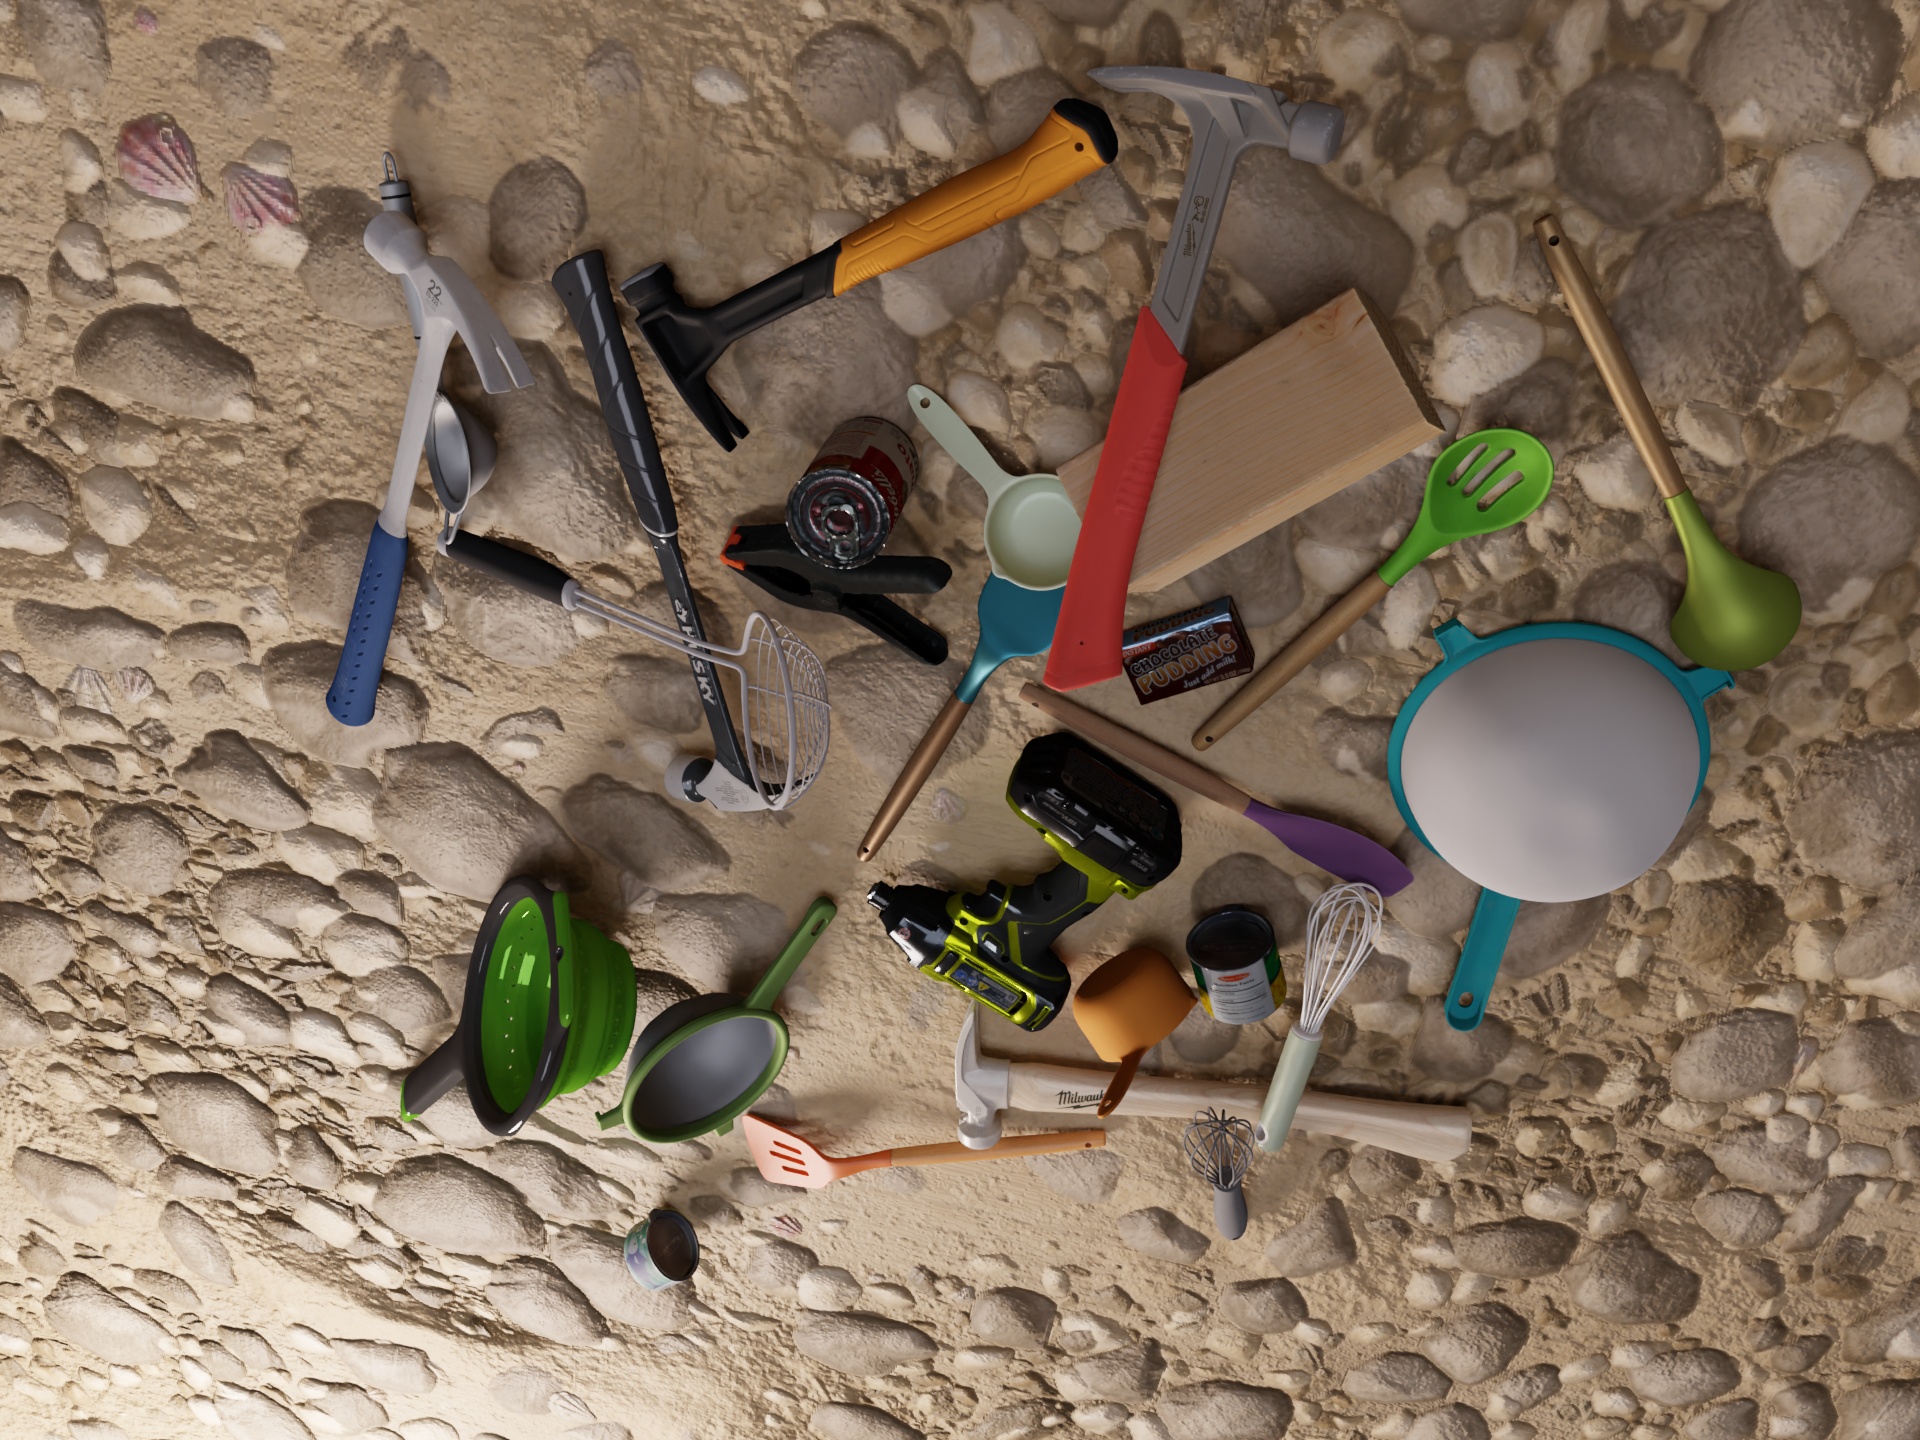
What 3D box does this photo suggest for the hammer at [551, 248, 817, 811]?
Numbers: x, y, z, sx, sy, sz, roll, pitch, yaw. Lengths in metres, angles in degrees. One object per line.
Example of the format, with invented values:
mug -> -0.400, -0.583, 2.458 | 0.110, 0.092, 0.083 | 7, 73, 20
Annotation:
hammer -> -0.201, -0.117, 1.099 | 0.149, 0.036, 0.408 | 8, 121, 41

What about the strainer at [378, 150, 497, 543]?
strainer -> -0.353, -0.248, 1.073 | 0.087, 0.050, 0.258 | 23, 127, 49

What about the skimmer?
skimmer -> -0.233, -0.054, 1.065 | 0.363, 0.090, 0.127 | 23, 126, 22

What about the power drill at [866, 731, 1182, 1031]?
power drill -> 0.045, 0.121, 1.188 | 0.171, 0.080, 0.223 | 33, 123, -8

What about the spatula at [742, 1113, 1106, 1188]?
spatula -> -0.034, 0.369, 1.377 | 0.322, 0.041, 0.081 | -8, 118, 11

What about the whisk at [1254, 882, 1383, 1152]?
whisk -> 0.265, 0.228, 1.203 | 0.059, 0.058, 0.246 | 2, 116, -21

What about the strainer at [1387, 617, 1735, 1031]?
strainer -> 0.390, 0.102, 1.095 | 0.211, 0.095, 0.340 | 10, 120, 5

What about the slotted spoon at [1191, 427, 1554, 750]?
slotted spoon -> 0.262, -0.079, 1.057 | 0.070, 0.031, 0.313 | 37, 121, -11

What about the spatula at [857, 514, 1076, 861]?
spatula -> -0.002, -0.004, 1.151 | 0.082, 0.044, 0.317 | 38, 127, 7

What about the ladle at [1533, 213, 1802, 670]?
ladle -> 0.425, -0.166, 0.973 | 0.078, 0.062, 0.320 | -26, 105, 24

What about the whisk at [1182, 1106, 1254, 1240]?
whisk -> 0.211, 0.371, 1.275 | 0.055, 0.055, 0.238 | -2, 143, 12

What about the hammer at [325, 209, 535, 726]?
hammer -> -0.390, -0.139, 1.103 | 0.144, 0.035, 0.405 | 45, 132, 17

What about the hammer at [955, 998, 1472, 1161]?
hammer -> 0.199, 0.299, 1.282 | 0.410, 0.038, 0.146 | 4, 119, 9

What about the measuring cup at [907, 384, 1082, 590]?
measuring cup -> 0.026, -0.159, 1.057 | 0.083, 0.038, 0.167 | -42, 87, 12

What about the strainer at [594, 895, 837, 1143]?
strainer -> -0.191, 0.231, 1.300 | 0.151, 0.069, 0.256 | 22, 108, -50

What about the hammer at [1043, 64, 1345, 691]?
hammer -> 0.101, -0.192, 0.932 | 0.149, 0.036, 0.359 | 20, 103, 21

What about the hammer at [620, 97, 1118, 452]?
hammer -> -0.052, -0.278, 0.970 | 0.337, 0.034, 0.127 | -18, 114, 30

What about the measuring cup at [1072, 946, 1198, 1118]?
measuring cup -> 0.115, 0.227, 1.177 | 0.095, 0.174, 0.052 | -31, 97, 27

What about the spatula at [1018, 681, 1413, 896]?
spatula -> 0.184, 0.049, 1.147 | 0.316, 0.018, 0.059 | 27, 147, -4

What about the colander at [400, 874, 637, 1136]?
colander -> -0.370, 0.268, 1.341 | 0.094, 0.205, 0.397 | 10, 147, -35
